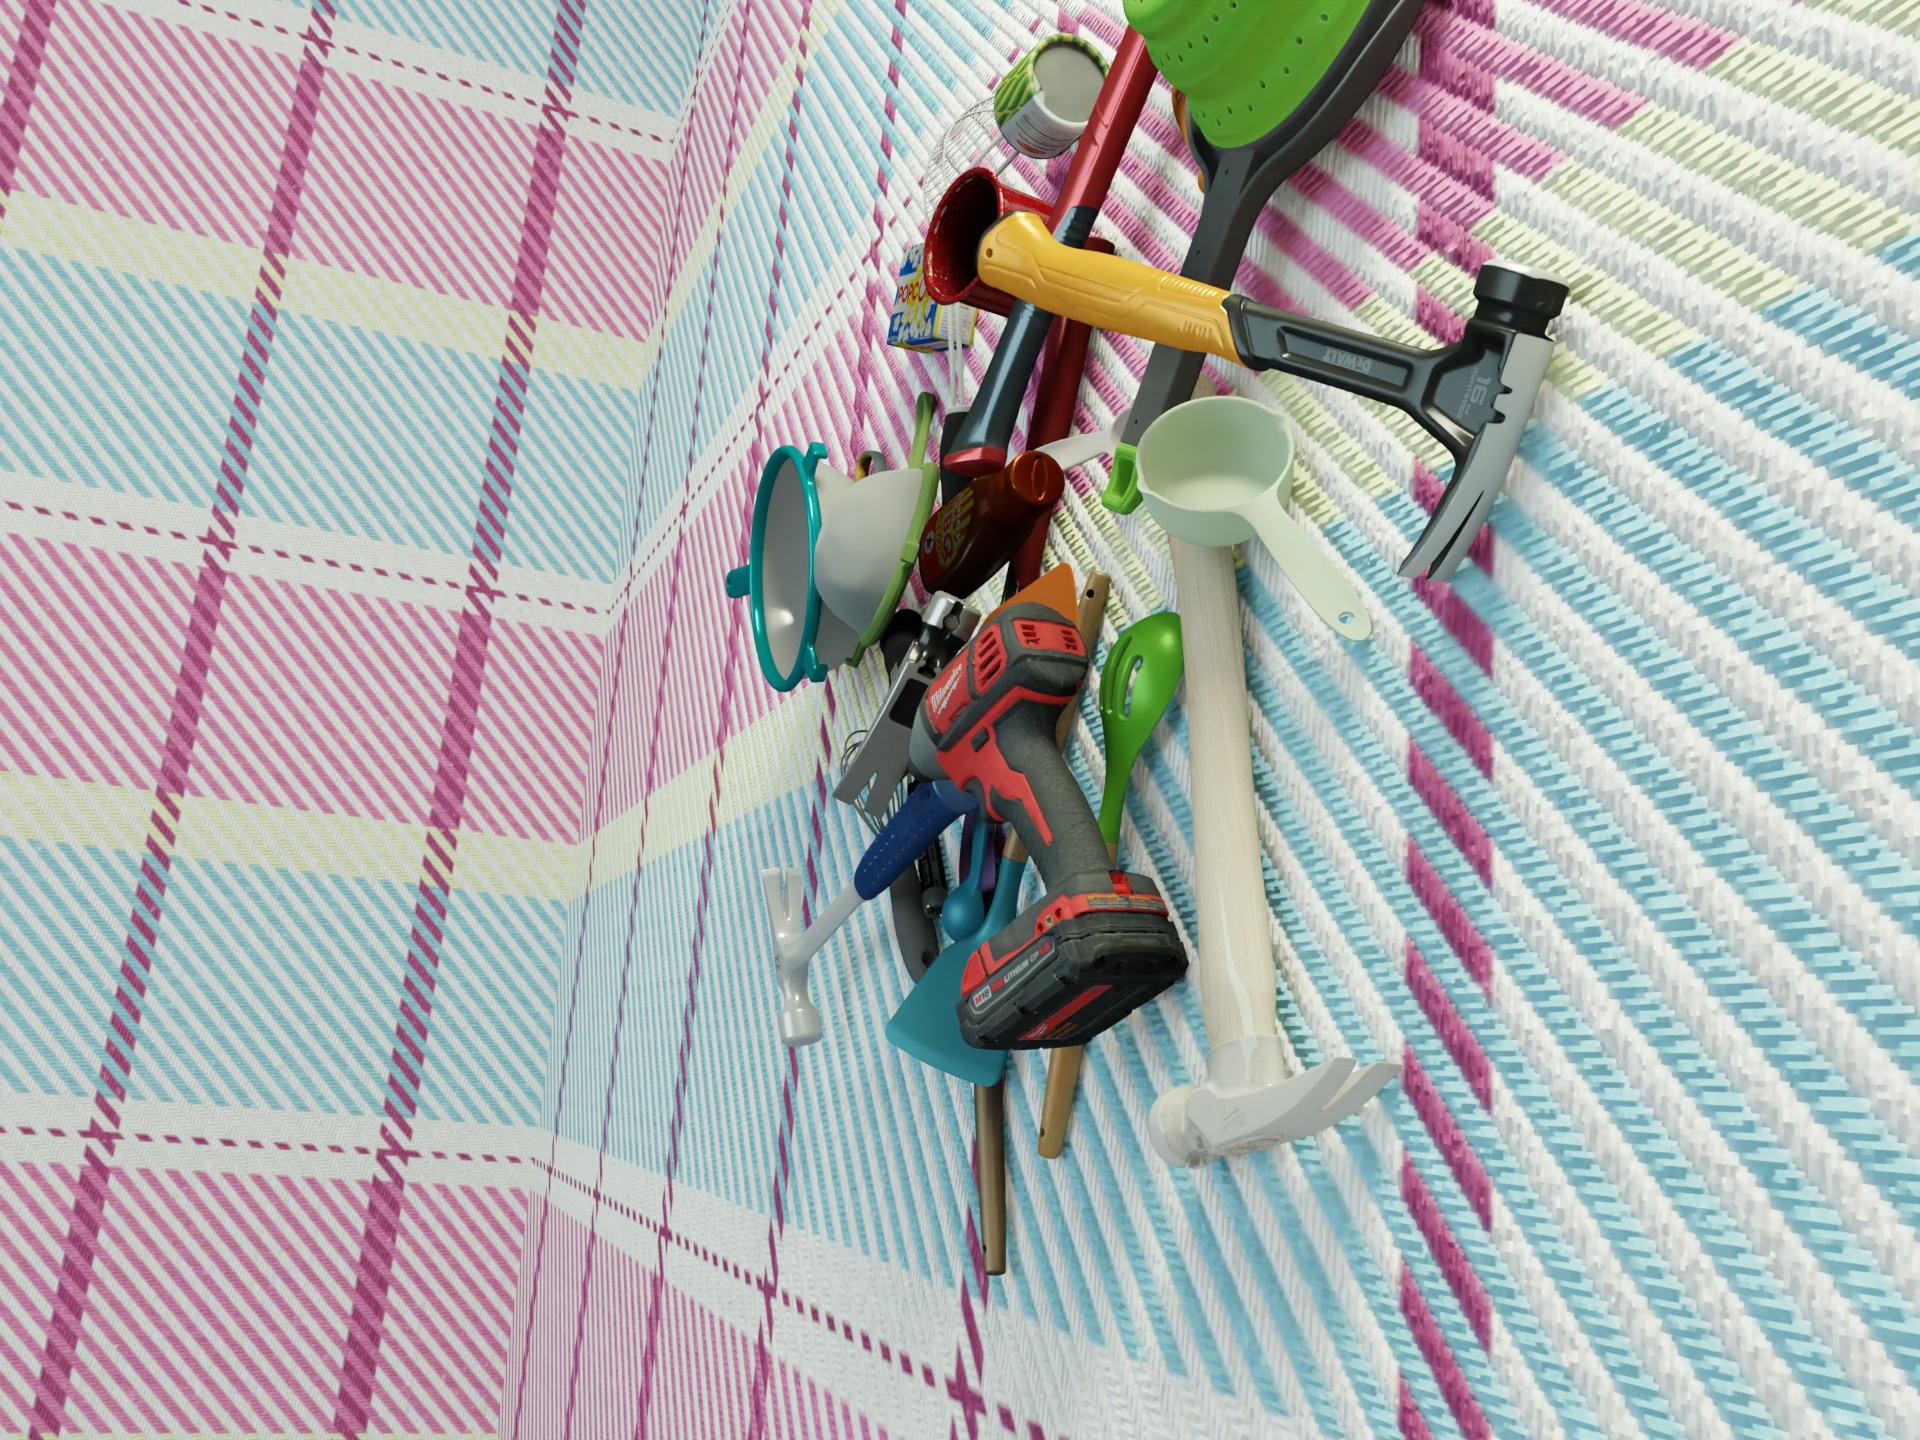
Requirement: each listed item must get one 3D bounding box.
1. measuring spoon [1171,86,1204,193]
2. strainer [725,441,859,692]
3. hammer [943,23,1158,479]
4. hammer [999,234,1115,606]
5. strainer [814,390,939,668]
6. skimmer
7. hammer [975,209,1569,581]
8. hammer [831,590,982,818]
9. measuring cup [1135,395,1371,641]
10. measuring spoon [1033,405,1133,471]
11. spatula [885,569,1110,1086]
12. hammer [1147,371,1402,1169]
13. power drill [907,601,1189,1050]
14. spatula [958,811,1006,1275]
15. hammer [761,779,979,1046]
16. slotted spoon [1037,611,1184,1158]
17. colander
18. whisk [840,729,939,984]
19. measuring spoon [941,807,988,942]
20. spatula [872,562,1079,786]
[{"bbox_3d":[0.136,-0.348,0.943,0.021,0.011,0.117,121,151,-44],"label":"measuring spoon"},{"bbox_3d":[-0.136,-0.131,1.436,0.340,0.095,0.211,-177,86,-70],"label":"strainer"},{"bbox_3d":[0.070,-0.334,0.987,0.143,0.038,0.386,49,122,51],"label":"hammer"},{"bbox_3d":[0.050,-0.135,1.041,0.149,0.036,0.359,-150,71,-68],"label":"hammer"},{"bbox_3d":[-0.066,-0.179,1.256,0.151,0.069,0.257,123,161,-50],"label":"strainer"},{"bbox_3d":[0.023,-0.290,1.194,0.127,0.090,0.363,-4,87,62],"label":"skimmer"},{"bbox_3d":[0.114,-0.177,0.736,0.337,0.034,0.127,35,116,45],"label":"hammer"},{"bbox_3d":[-0.042,-0.033,1.117,0.146,0.035,0.335,-64,8,7],"label":"hammer"},{"bbox_3d":[0.145,-0.088,0.757,0.168,0.083,0.038,60,174,34],"label":"measuring cup"},{"bbox_3d":[0.077,-0.163,0.970,0.124,0.018,0.034,-7,76,52],"label":"measuring spoon"},{"bbox_3d":[0.038,0.062,0.971,0.082,0.044,0.317,20,99,26],"label":"spatula"},{"bbox_3d":[0.130,-0.004,0.772,0.146,0.038,0.411,135,140,-55],"label":"hammer"},{"bbox_3d":[0.031,0.060,0.865,0.143,0.078,0.220,-45,50,42],"label":"power drill"},{"bbox_3d":[0.015,0.190,1.012,0.059,0.018,0.316,128,147,-50],"label":"spatula"},{"bbox_3d":[-0.074,0.115,1.145,0.405,0.035,0.144,130,133,-57],"label":"hammer"},{"bbox_3d":[0.077,0.092,0.884,0.070,0.031,0.314,-160,78,-65],"label":"slotted spoon"},{"bbox_3d":[0.118,-0.303,0.800,0.397,0.094,0.205,-70,23,9],"label":"colander"},{"bbox_3d":[-0.049,0.097,1.182,0.239,0.055,0.055,-107,33,-41],"label":"whisk"},{"bbox_3d":[0.003,0.084,1.014,0.042,0.021,0.128,-142,55,-66],"label":"measuring spoon"},{"bbox_3d":[-0.002,-0.003,1.044,0.322,0.041,0.081,132,141,-62],"label":"spatula"}]
